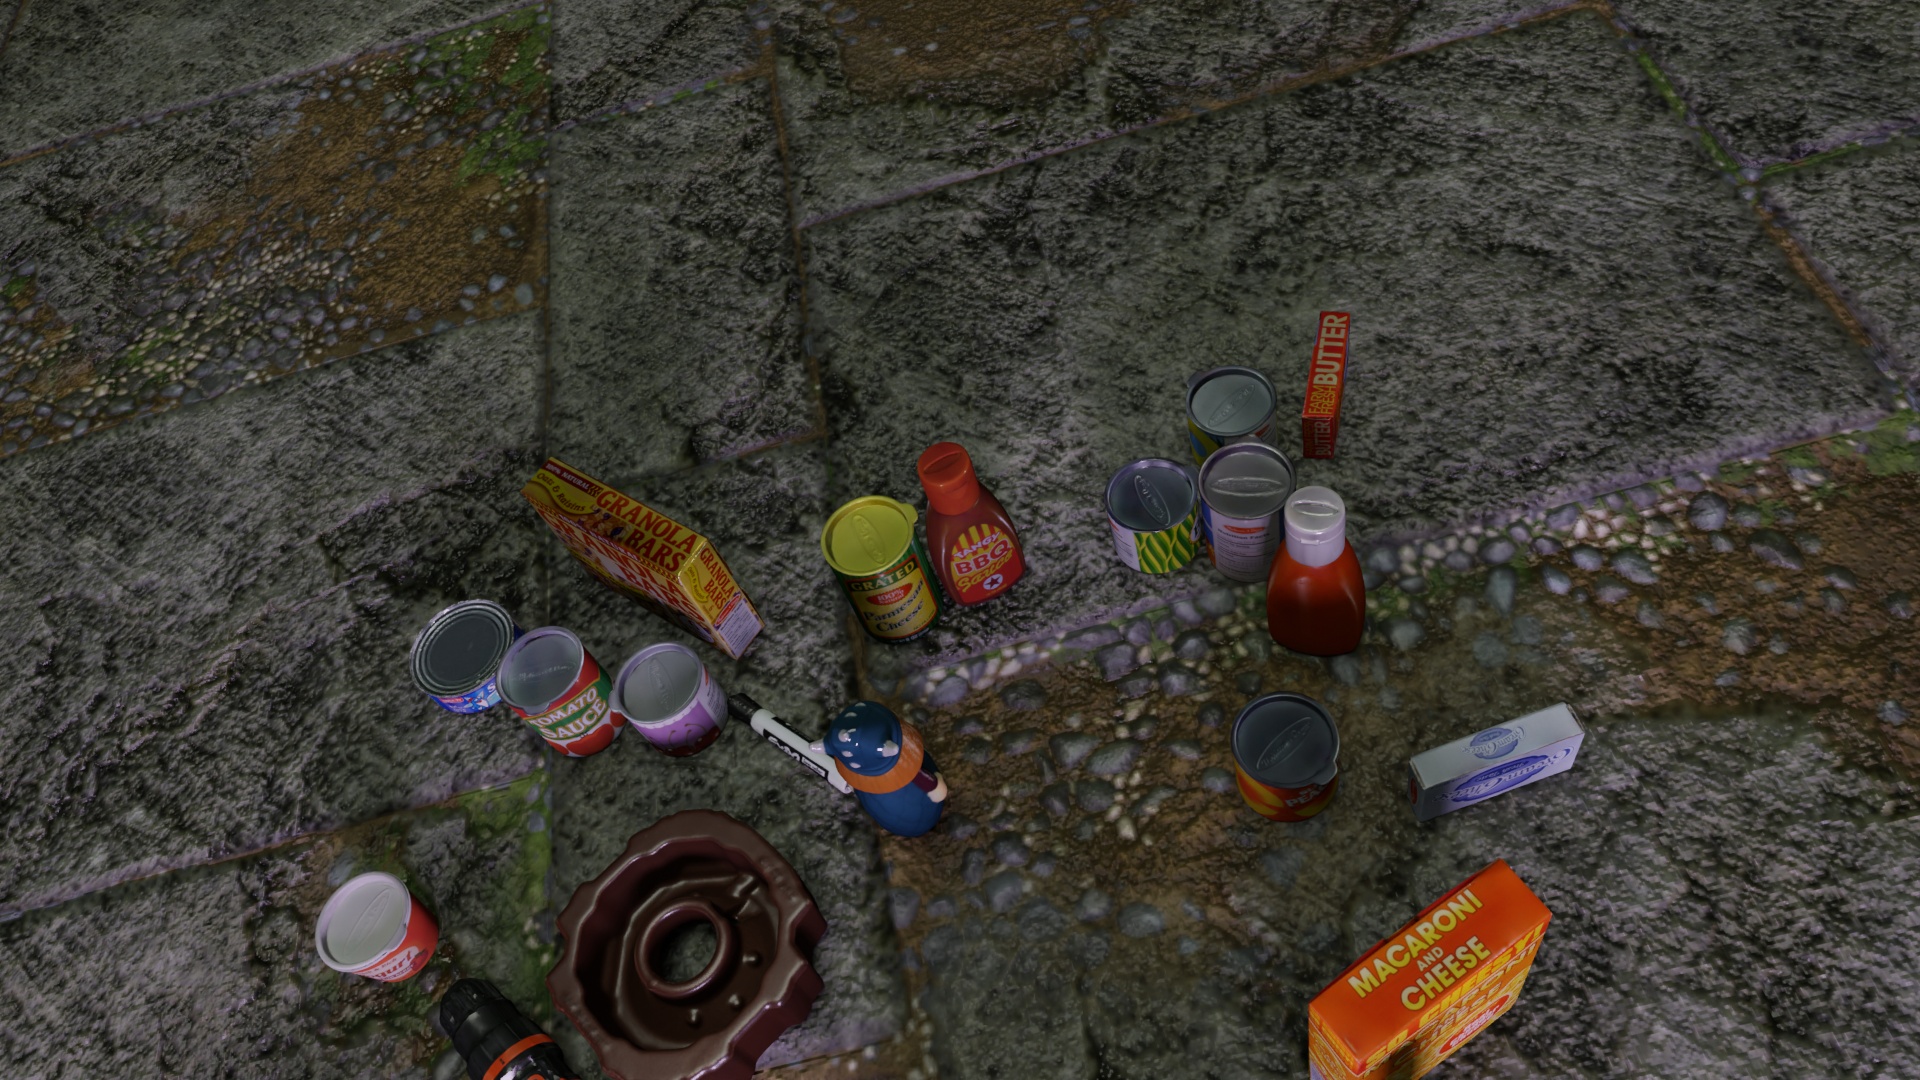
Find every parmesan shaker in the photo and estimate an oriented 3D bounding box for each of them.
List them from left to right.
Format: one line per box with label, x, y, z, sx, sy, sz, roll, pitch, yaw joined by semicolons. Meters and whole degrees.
parmesan shaker;-0.052;0.022;0.998;0.071;0.102;0.071;-7;56;10

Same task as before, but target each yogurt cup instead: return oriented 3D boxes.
yogurt cup;-0.395;0.267;0.950;0.072;0.053;0.073;-7;55;10

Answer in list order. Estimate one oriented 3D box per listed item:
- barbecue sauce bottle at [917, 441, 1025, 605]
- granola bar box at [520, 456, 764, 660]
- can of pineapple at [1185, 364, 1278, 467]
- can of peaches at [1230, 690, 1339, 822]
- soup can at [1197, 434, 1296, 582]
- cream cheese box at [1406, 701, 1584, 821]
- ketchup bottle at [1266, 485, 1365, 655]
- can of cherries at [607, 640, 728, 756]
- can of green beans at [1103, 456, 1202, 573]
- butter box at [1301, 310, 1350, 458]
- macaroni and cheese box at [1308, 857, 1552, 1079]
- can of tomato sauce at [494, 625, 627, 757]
barbecue sauce bottle;0.003;-0.012;0.980;0.065;0.148;0.044;-28;55;-5
granola bar box;-0.235;0.013;1.038;0.166;0.123;0.039;25;66;27
can of pineapple;0.202;-0.089;1.037;0.071;0.057;0.071;-7;55;10
can of peaches;0.208;0.139;0.881;0.071;0.057;0.071;-7;55;10
soup can;0.203;-0.021;0.975;0.071;0.083;0.072;-7;56;10
cream cheese box;0.327;0.137;0.855;0.104;0.053;0.024;-20;54;0
ketchup bottle;0.230;0.022;0.899;0.065;0.148;0.044;8;59;19
can of cherries;-0.210;0.115;1.003;0.071;0.058;0.072;-7;55;10
can of green beans;0.140;-0.018;1.004;0.071;0.057;0.071;-7;55;10
butter box;0.274;-0.117;1.040;0.024;0.053;0.104;6;59;18
macaroni and cheese box;0.242;0.244;0.735;0.124;0.165;0.040;-34;55;-9
can of tomato sauce;-0.287;0.113;1.009;0.071;0.082;0.071;-7;56;10
